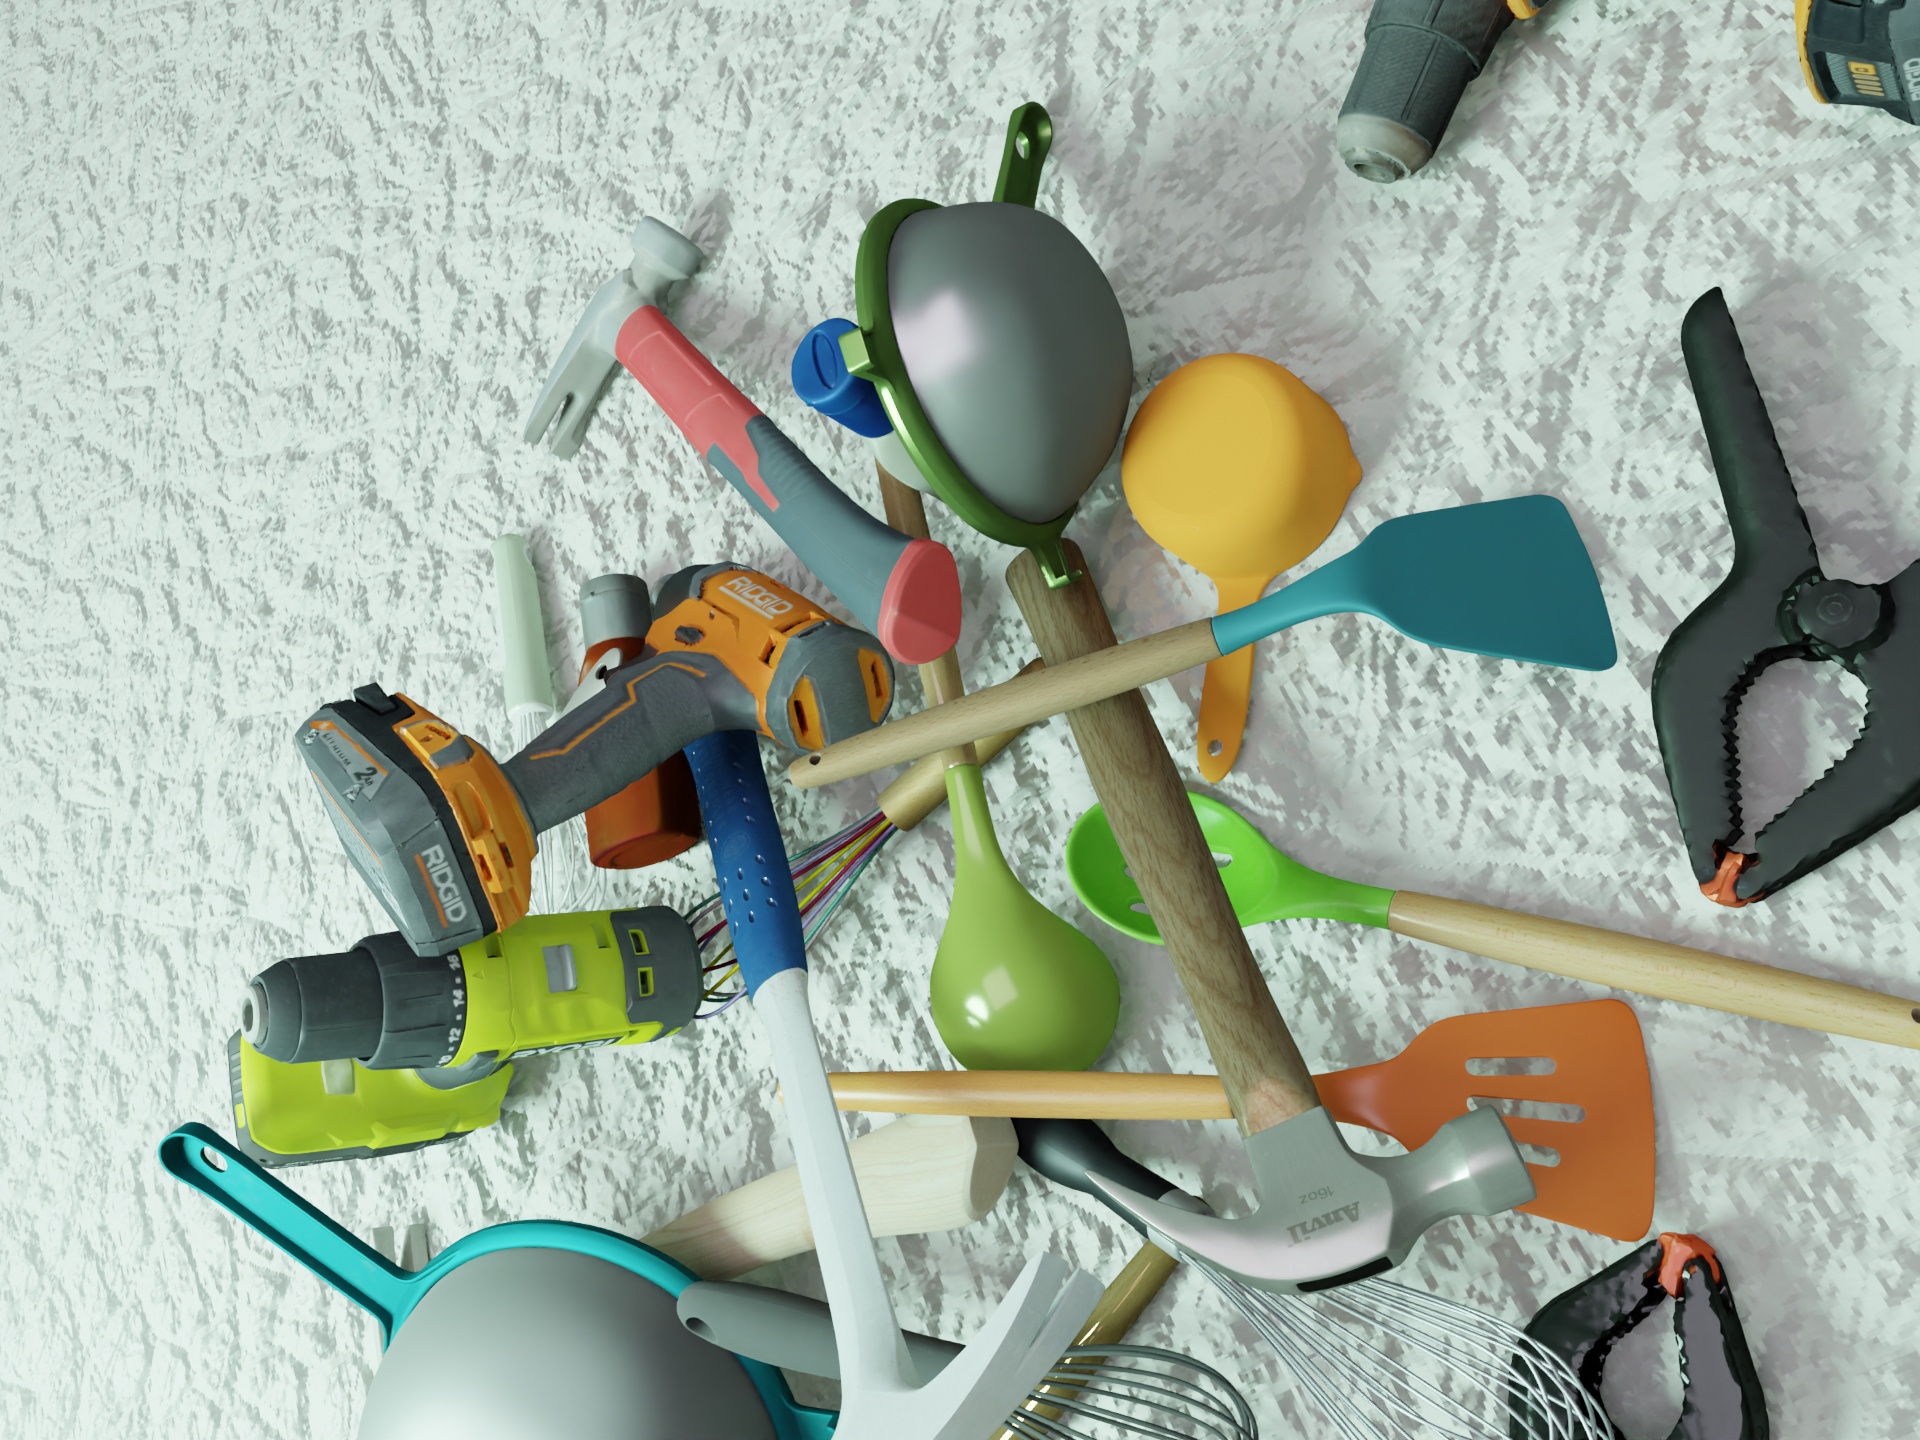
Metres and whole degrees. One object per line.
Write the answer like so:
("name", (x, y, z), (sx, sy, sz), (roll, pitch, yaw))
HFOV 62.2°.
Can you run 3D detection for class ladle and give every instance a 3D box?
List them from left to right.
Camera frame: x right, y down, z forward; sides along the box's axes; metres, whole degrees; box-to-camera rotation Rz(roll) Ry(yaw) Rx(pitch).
("ladle", (-0.001, -0.002, 0.680), (0.078, 0.062, 0.320), (-17, 74, 15))
("ladle", (0.002, 0.313, 0.646), (0.069, 0.031, 0.315), (38, 100, 12))

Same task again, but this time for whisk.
("whisk", (-0.232, 0.004, 0.858), (0.059, 0.057, 0.247), (-12, 65, -5))
("whisk", (-0.047, 0.054, 0.728), (0.245, 0.047, 0.051), (-42, 72, 15))
("whisk", (-0.003, 0.251, 0.612), (0.239, 0.055, 0.055), (7, 84, 18))
("whisk", (0.100, 0.194, 0.562), (0.285, 0.070, 0.070), (21, 92, 51))

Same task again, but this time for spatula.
("spatula", (0.078, -0.017, 0.611), (0.317, 0.044, 0.082), (-18, 54, 19))
("spatula", (0.080, 0.140, 0.586), (0.322, 0.041, 0.081), (-5, 68, 23))

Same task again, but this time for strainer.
("strainer", (-0.228, 0.291, 0.673), (0.340, 0.095, 0.211), (34, 111, 6))
("strainer", (0.036, -0.192, 0.671), (0.069, 0.151, 0.257), (-18, 46, 33))

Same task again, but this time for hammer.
("hammer", (-0.142, 0.246, 0.734), (0.410, 0.038, 0.146), (-32, 63, 29))
("hammer", (-0.112, -0.119, 0.753), (0.143, 0.038, 0.387), (-56, 42, 12))
("hammer", (-0.064, 0.111, 0.629), (0.144, 0.035, 0.406), (-39, 38, 11))
("hammer", (0.076, 0.052, 0.597), (0.130, 0.031, 0.332), (-26, 51, 7))

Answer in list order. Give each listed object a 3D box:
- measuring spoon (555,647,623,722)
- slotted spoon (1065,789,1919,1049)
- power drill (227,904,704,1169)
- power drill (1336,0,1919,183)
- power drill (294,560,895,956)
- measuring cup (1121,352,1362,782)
("measuring spoon", (-0.209, 0.011, 0.801), (0.124, 0.018, 0.034), (-53, 51, 12))
("slotted spoon", (0.181, 0.076, 0.575), (0.314, 0.031, 0.070), (10, 57, 32))
("power drill", (-0.253, 0.145, 0.733), (0.228, 0.190, 0.080), (-31, 66, 44))
("power drill", (0.253, -0.274, 0.574), (0.226, 0.084, 0.185), (28, 96, 39))
("power drill", (-0.163, -0.002, 0.703), (0.164, 0.226, 0.084), (31, 140, 47))
("measuring cup", (0.103, -0.064, 0.642), (0.095, 0.052, 0.174), (2, 79, 34))
